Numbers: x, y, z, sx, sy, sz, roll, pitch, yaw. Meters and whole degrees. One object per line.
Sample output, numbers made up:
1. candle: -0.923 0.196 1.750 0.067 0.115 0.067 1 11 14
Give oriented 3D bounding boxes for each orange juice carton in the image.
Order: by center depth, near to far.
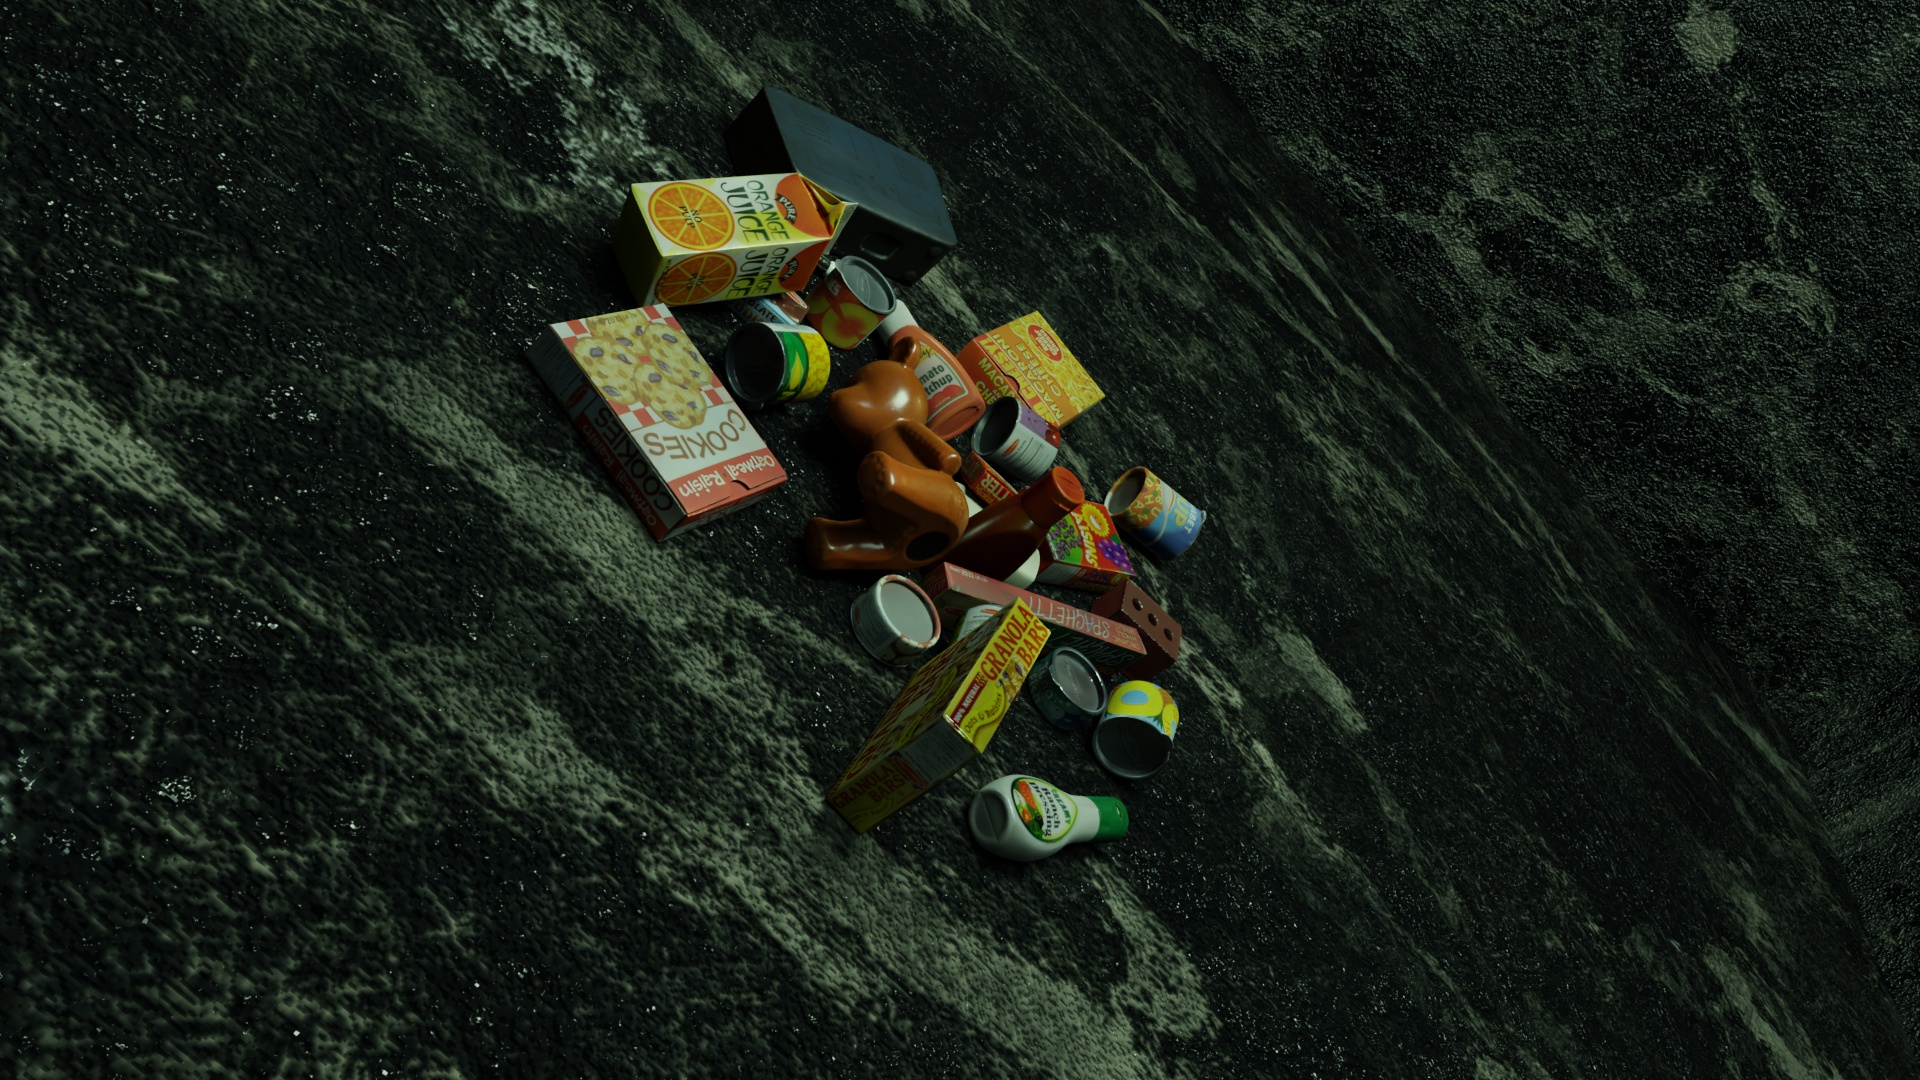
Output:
1. orange juice carton: -0.177 -0.247 1.136 0.193 0.071 0.073 -15 69 -34

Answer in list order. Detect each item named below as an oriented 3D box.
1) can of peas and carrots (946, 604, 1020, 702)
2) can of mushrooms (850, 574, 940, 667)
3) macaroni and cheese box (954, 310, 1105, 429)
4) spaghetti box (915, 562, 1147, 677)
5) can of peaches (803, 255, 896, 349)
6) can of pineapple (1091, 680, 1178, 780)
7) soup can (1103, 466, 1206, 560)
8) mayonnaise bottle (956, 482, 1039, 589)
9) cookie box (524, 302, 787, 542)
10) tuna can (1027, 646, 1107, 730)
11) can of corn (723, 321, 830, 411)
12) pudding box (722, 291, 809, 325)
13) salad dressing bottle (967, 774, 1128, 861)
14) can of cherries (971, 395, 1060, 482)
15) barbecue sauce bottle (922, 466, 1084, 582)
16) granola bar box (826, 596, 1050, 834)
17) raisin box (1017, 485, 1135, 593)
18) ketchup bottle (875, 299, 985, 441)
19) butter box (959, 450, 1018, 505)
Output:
1. can of peas and carrots: 0.021 0.096 1.102 0.071 0.070 0.059 42 33 -14
2. can of mushrooms: -0.048 0.062 1.077 0.071 0.033 0.071 32 36 -27
3. macaroni and cheese box: 0.075 -0.171 1.464 0.124 0.040 0.167 51 31 2
4. spaghetti box: 0.062 0.072 1.190 0.250 0.050 0.029 20 44 -40
5. can of peaches: -0.103 -0.218 1.270 0.071 0.058 0.071 32 37 -28
6. can of pineapple: 0.153 0.163 1.195 0.071 0.070 0.058 46 32 -8
7. soup can: 0.203 -0.030 1.454 0.083 0.071 0.072 36 35 -23
8. mayonnaise bottle: 0.004 -0.015 1.216 0.148 0.041 0.065 40 25 -16
9. cookie box: -0.217 -0.090 1.011 0.167 0.040 0.123 54 32 4
10. tuna can: 0.090 0.126 1.186 0.071 0.032 0.071 33 36 -28
11. can of corn: -0.149 -0.141 1.129 0.058 0.071 0.071 -8 65 -55
12. pudding box: -0.175 -0.211 1.198 0.083 0.030 0.050 41 32 -16
13. salad dressing bottle: 0.071 0.213 1.064 0.148 0.043 0.064 13 47 -46
14. can of cherries: 0.053 -0.098 1.338 0.058 0.071 0.072 30 37 -31
15. barbecue sauce bottle: 0.038 -0.006 1.145 0.065 0.148 0.044 29 39 -32
16. granola bar box: -0.012 0.121 0.976 0.039 0.123 0.166 48 32 -6
17. raisin box: 0.103 0.002 1.326 0.123 0.040 0.086 11 49 -45
18. ketchup bottle: -0.036 -0.163 1.299 0.149 0.064 0.043 59 8 28
19. butter box: 0.028 -0.049 1.253 0.053 0.024 0.104 42 5 -13
